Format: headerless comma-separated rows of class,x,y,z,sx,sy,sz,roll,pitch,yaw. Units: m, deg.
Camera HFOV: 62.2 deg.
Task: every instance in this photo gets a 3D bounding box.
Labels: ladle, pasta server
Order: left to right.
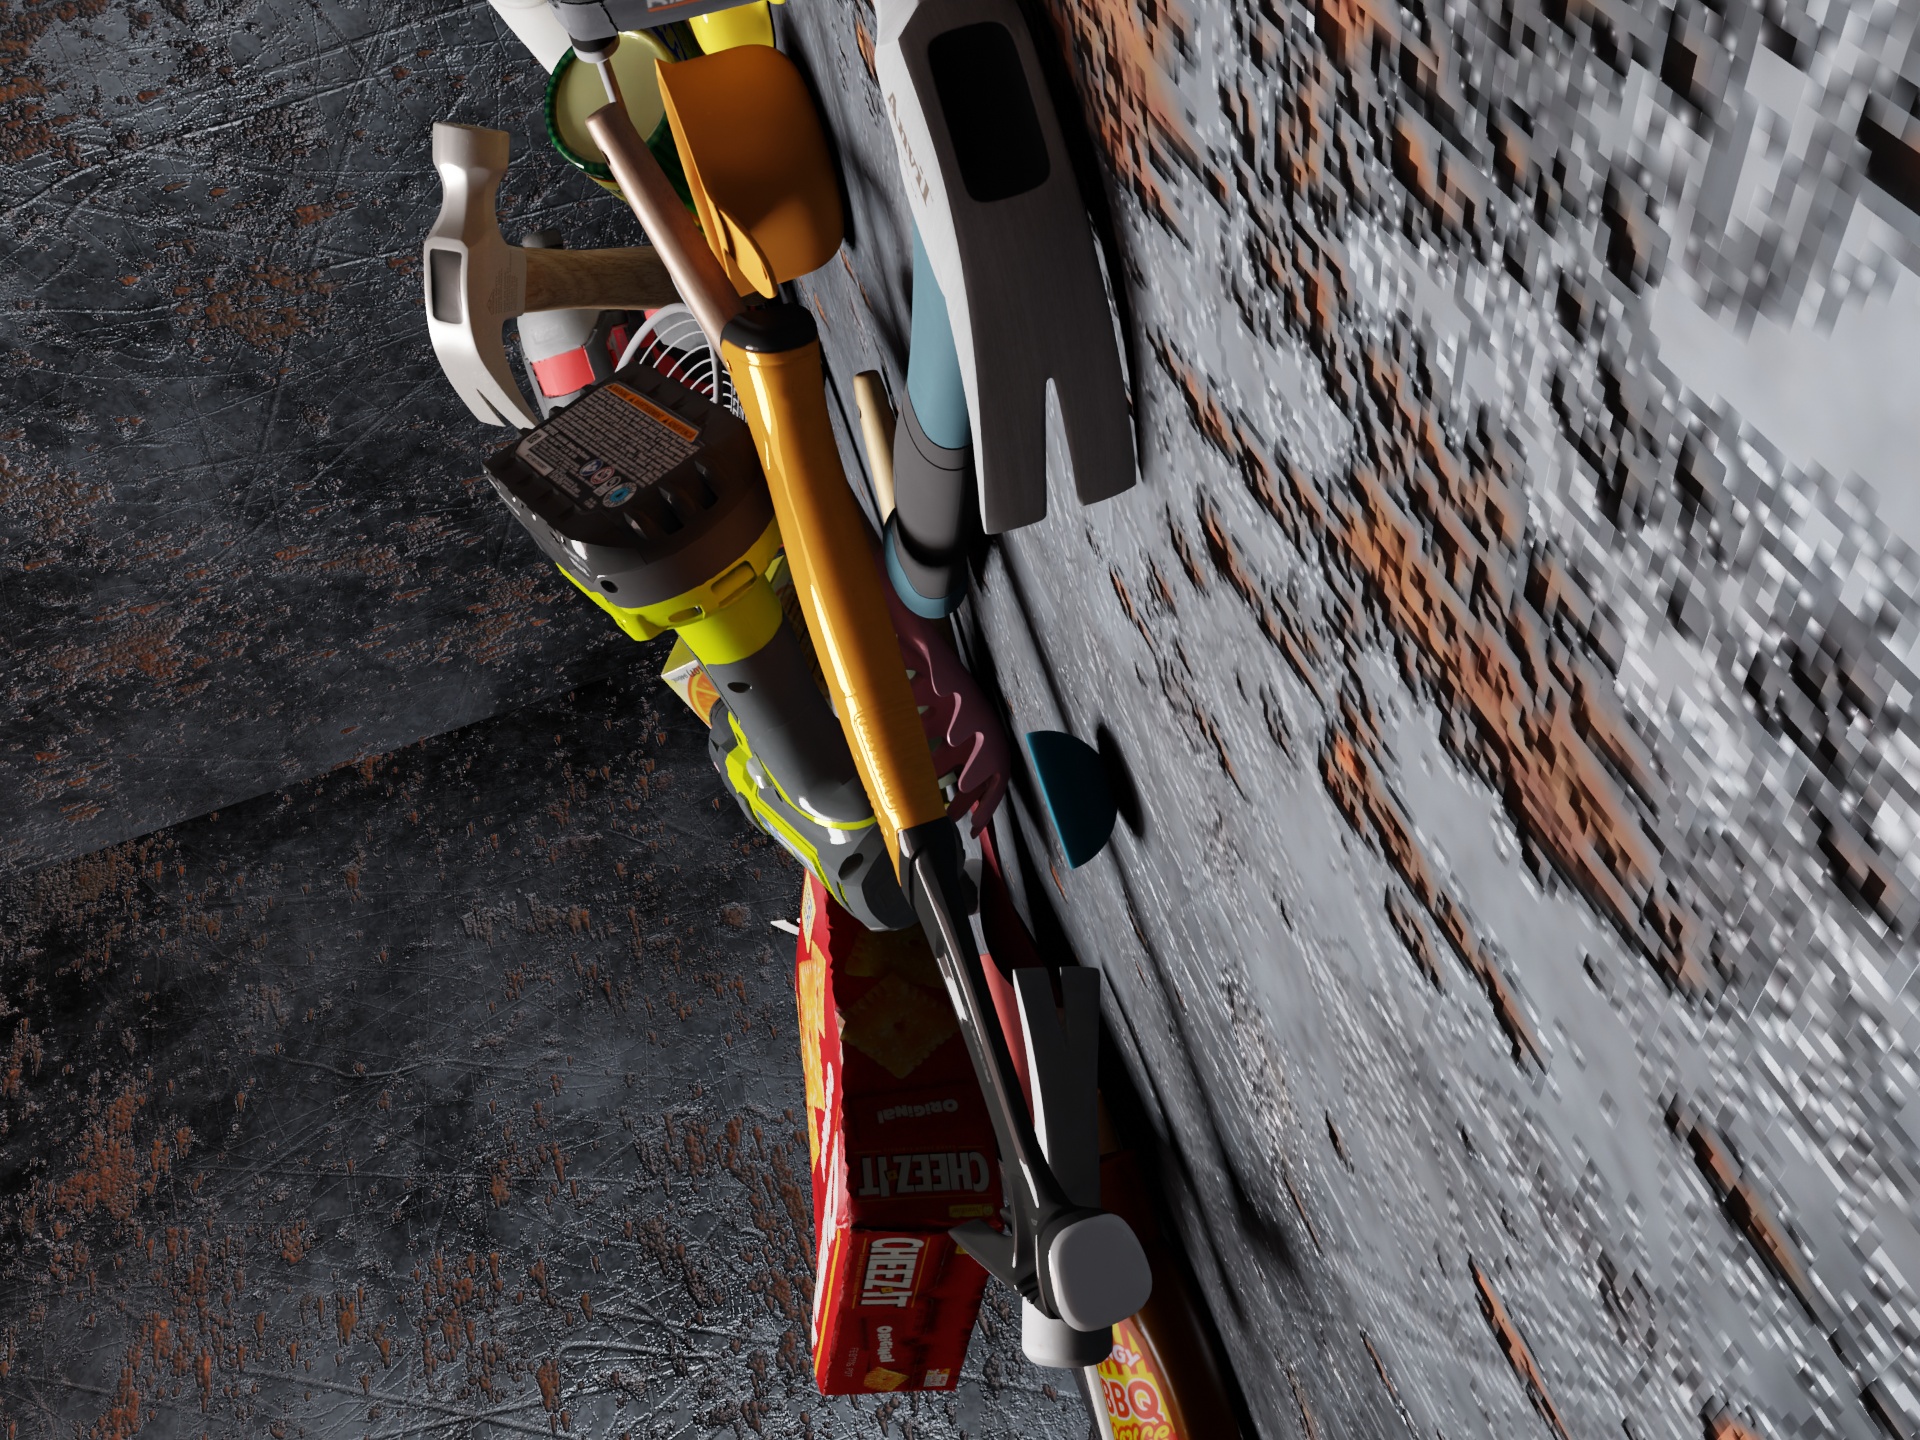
pasta server,-0.055,-0.081,0.604,0.060,0.040,0.316,30,155,56
ladle,-0.001,-0.002,0.713,0.069,0.031,0.315,-123,16,-67

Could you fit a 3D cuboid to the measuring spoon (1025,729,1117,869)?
measuring spoon,0.037,0.020,0.507,0.128,0.021,0.042,-8,-101,-87

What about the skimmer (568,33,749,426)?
skimmer,-0.154,-0.206,0.633,0.362,0.090,0.127,79,171,-54

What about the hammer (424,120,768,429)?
hammer,-0.170,-0.224,0.815,0.331,0.031,0.130,-43,-36,-68

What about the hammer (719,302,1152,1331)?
hammer,-0.019,0.025,0.531,0.127,0.034,0.337,150,103,-73

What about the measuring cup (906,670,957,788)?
measuring cup,-0.014,0.009,0.780,0.168,0.038,0.083,-128,19,-75

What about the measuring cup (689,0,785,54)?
measuring cup,-0.086,-0.273,0.588,0.157,0.029,0.062,-118,10,-64

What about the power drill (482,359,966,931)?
power drill,-0.095,-0.027,0.655,0.171,0.080,0.223,35,159,47

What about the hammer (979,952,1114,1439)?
hammer,0.053,0.279,0.852,0.149,0.036,0.359,80,175,-48

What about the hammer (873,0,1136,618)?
hammer,-0.005,-0.085,0.442,0.331,0.033,0.128,107,145,-80

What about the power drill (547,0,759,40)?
power drill,-0.091,-0.287,0.371,0.226,0.084,0.164,86,164,-54

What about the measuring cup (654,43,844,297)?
measuring cup,-0.065,-0.190,0.575,0.174,0.052,0.095,-121,13,-54

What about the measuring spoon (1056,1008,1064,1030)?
measuring spoon,0.058,0.192,0.814,0.034,0.018,0.124,-117,9,-50

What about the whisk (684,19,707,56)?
whisk,-0.123,-0.330,0.700,0.051,0.047,0.245,96,151,-73

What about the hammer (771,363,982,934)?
hammer,-0.068,-0.040,0.867,0.035,0.146,0.335,-11,92,42

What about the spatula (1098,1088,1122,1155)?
spatula,0.096,0.328,0.796,0.081,0.041,0.322,-116,9,-74

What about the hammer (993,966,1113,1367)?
hammer,0.011,0.192,0.781,0.405,0.035,0.144,137,134,-78

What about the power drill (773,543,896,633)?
power drill,-0.098,-0.095,1.066,0.227,0.080,0.187,-112,6,-51

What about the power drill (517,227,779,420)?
power drill,-0.184,-0.226,0.945,0.220,0.078,0.143,-51,-54,-63
